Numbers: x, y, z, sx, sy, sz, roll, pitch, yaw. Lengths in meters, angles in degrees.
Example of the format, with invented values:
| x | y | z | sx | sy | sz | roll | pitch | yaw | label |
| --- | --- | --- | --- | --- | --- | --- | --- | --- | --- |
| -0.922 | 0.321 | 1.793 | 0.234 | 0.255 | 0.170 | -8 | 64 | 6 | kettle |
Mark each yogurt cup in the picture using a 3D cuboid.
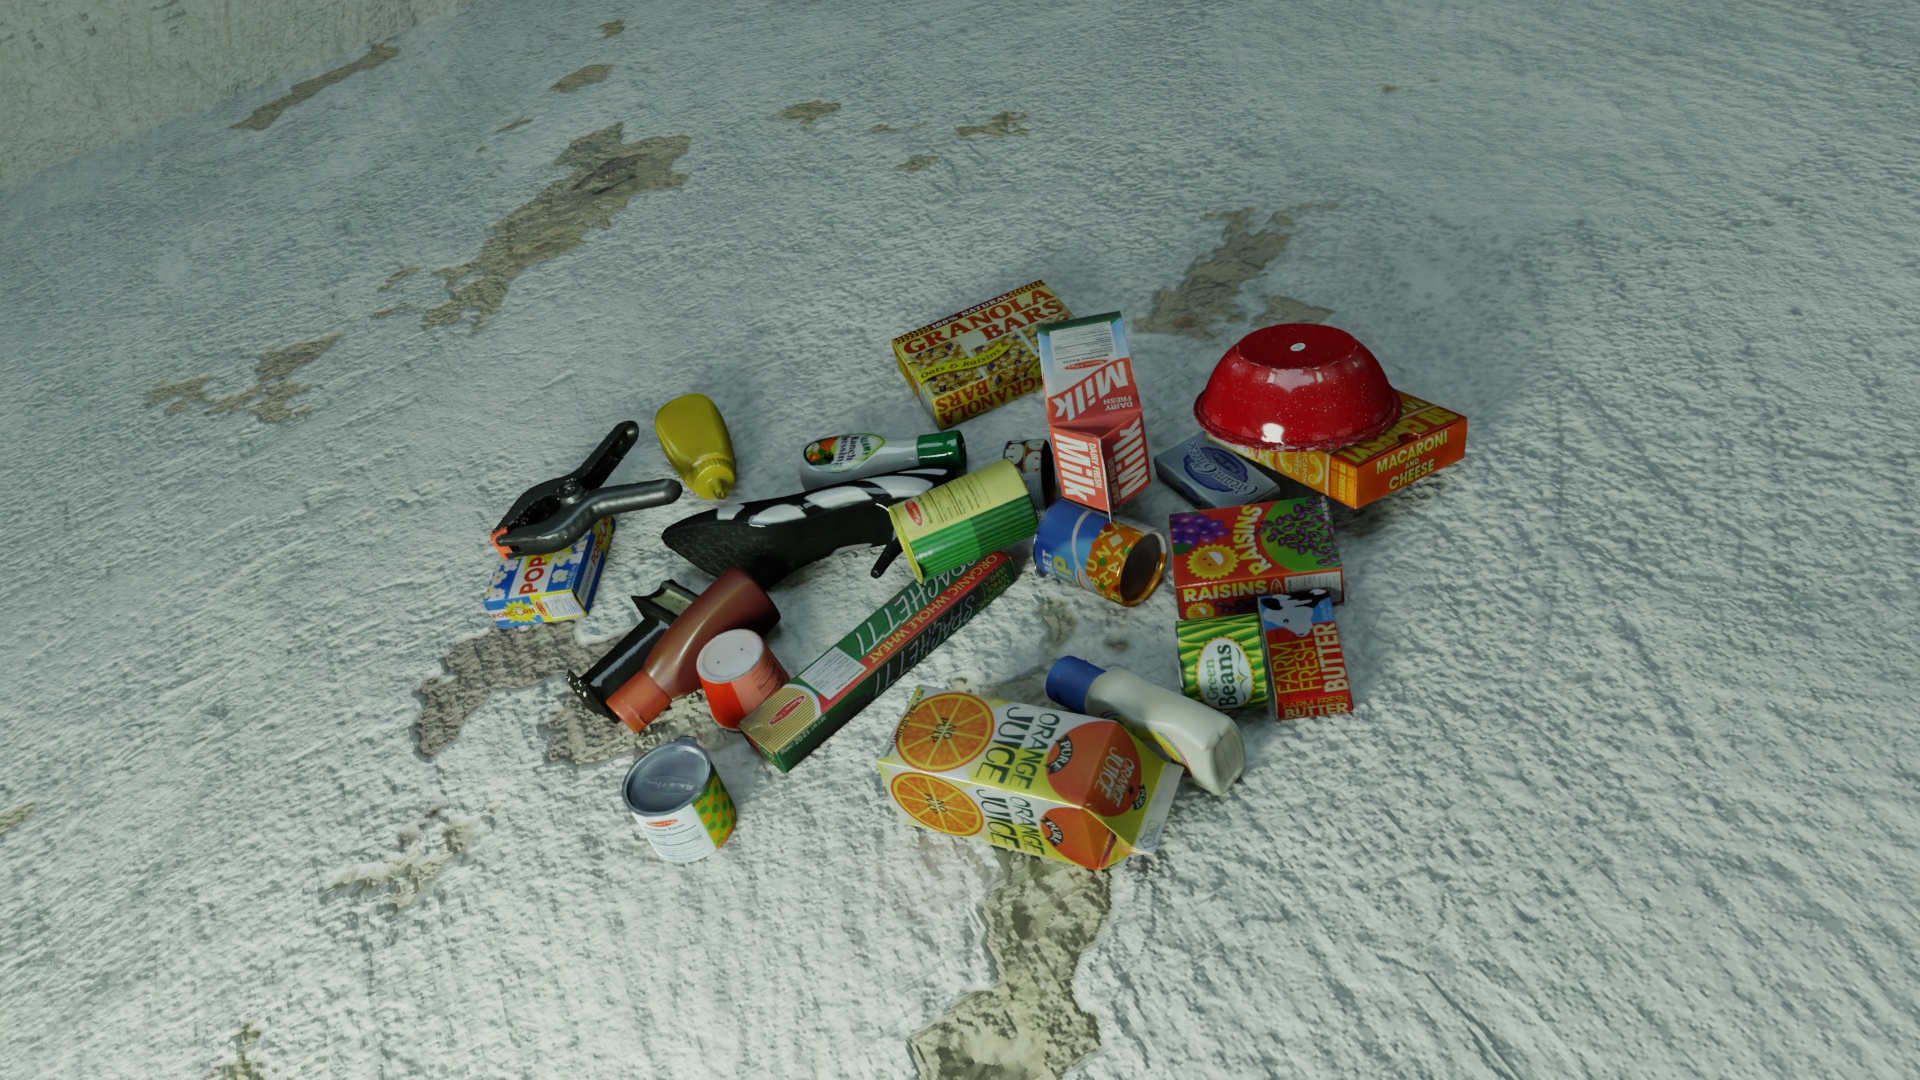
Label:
| x | y | z | sx | sy | sz | roll | pitch | yaw | label |
| --- | --- | --- | --- | --- | --- | --- | --- | --- | --- |
| -0.170 | 0.106 | 1.078 | 0.072 | 0.053 | 0.073 | -10 | 42 | 9 | yogurt cup |

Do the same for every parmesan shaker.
| x | y | z | sx | sy | sz | roll | pitch | yaw | label |
| --- | --- | --- | --- | --- | --- | --- | --- | --- | --- |
| 0.004 | -0.014 | 1.097 | 0.103 | 0.071 | 0.071 | -22 | 41 | -7 | parmesan shaker |

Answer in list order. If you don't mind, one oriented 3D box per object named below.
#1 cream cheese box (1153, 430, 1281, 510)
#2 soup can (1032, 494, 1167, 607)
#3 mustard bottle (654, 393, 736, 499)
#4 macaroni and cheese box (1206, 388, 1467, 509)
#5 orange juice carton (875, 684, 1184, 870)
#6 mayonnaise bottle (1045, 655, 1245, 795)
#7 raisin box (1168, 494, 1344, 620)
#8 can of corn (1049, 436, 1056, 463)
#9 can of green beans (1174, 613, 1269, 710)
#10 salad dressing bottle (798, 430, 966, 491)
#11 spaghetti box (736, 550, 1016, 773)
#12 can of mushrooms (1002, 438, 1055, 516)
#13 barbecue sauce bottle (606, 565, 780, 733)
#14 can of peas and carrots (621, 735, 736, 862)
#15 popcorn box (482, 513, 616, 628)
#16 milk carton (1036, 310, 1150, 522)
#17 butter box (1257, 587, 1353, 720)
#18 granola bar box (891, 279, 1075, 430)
| x | y | z | sx | sy | sz | roll | pitch | yaw | label |
| --- | --- | --- | --- | --- | --- | --- | --- | --- | --- |
| 0.211 | -0.049 | 1.142 | 0.053 | 0.024 | 0.104 | -29 | 42 | -13 | cream cheese box |
| 0.108 | 0.011 | 1.081 | 0.084 | 0.071 | 0.071 | 24 | 55 | 37 | soup can |
| -0.245 | -0.080 | 1.313 | 0.065 | 0.048 | 0.161 | -24 | 42 | -7 | mustard bottle |
| 0.298 | -0.091 | 1.115 | 0.124 | 0.040 | 0.167 | -23 | 33 | -25 | macaroni and cheese box |
| 0.048 | 0.160 | 0.929 | 0.193 | 0.072 | 0.072 | 8 | 47 | 26 | orange juice carton |
| 0.124 | 0.121 | 0.957 | 0.148 | 0.064 | 0.041 | 22 | 58 | 41 | mayonnaise bottle |
| 0.223 | 0.013 | 1.058 | 0.123 | 0.040 | 0.086 | -7 | 42 | 10 | raisin box |
| 0.114 | -0.067 | 1.168 | 0.071 | 0.058 | 0.071 | -10 | 41 | 9 | can of corn |
| 0.183 | 0.086 | 0.970 | 0.058 | 0.071 | 0.071 | -7 | 42 | 11 | can of green beans |
| -0.070 | -0.072 | 1.248 | 0.147 | 0.043 | 0.064 | -7 | 41 | 11 | salad dressing bottle |
| -0.060 | 0.084 | 1.083 | 0.251 | 0.028 | 0.050 | -39 | 45 | -23 | spaghetti box |
| 0.058 | -0.054 | 1.167 | 0.033 | 0.070 | 0.071 | -3 | 43 | 15 | can of mushrooms |
| -0.214 | 0.090 | 1.107 | 0.149 | 0.064 | 0.044 | -44 | 47 | -16 | barbecue sauce bottle |
| -0.200 | 0.186 | 0.996 | 0.071 | 0.058 | 0.071 | -9 | 41 | 8 | can of peas and carrots |
| -0.369 | 0.019 | 1.254 | 0.085 | 0.038 | 0.127 | -9 | 41 | 10 | popcorn box |
| 0.106 | -0.099 | 1.103 | 0.073 | 0.072 | 0.191 | -9 | 38 | 6 | milk carton |
| 0.244 | 0.080 | 0.988 | 0.053 | 0.024 | 0.104 | -9 | 41 | 10 | butter box |
| 0.030 | -0.182 | 1.339 | 0.166 | 0.039 | 0.125 | -23 | 41 | -7 | granola bar box |
